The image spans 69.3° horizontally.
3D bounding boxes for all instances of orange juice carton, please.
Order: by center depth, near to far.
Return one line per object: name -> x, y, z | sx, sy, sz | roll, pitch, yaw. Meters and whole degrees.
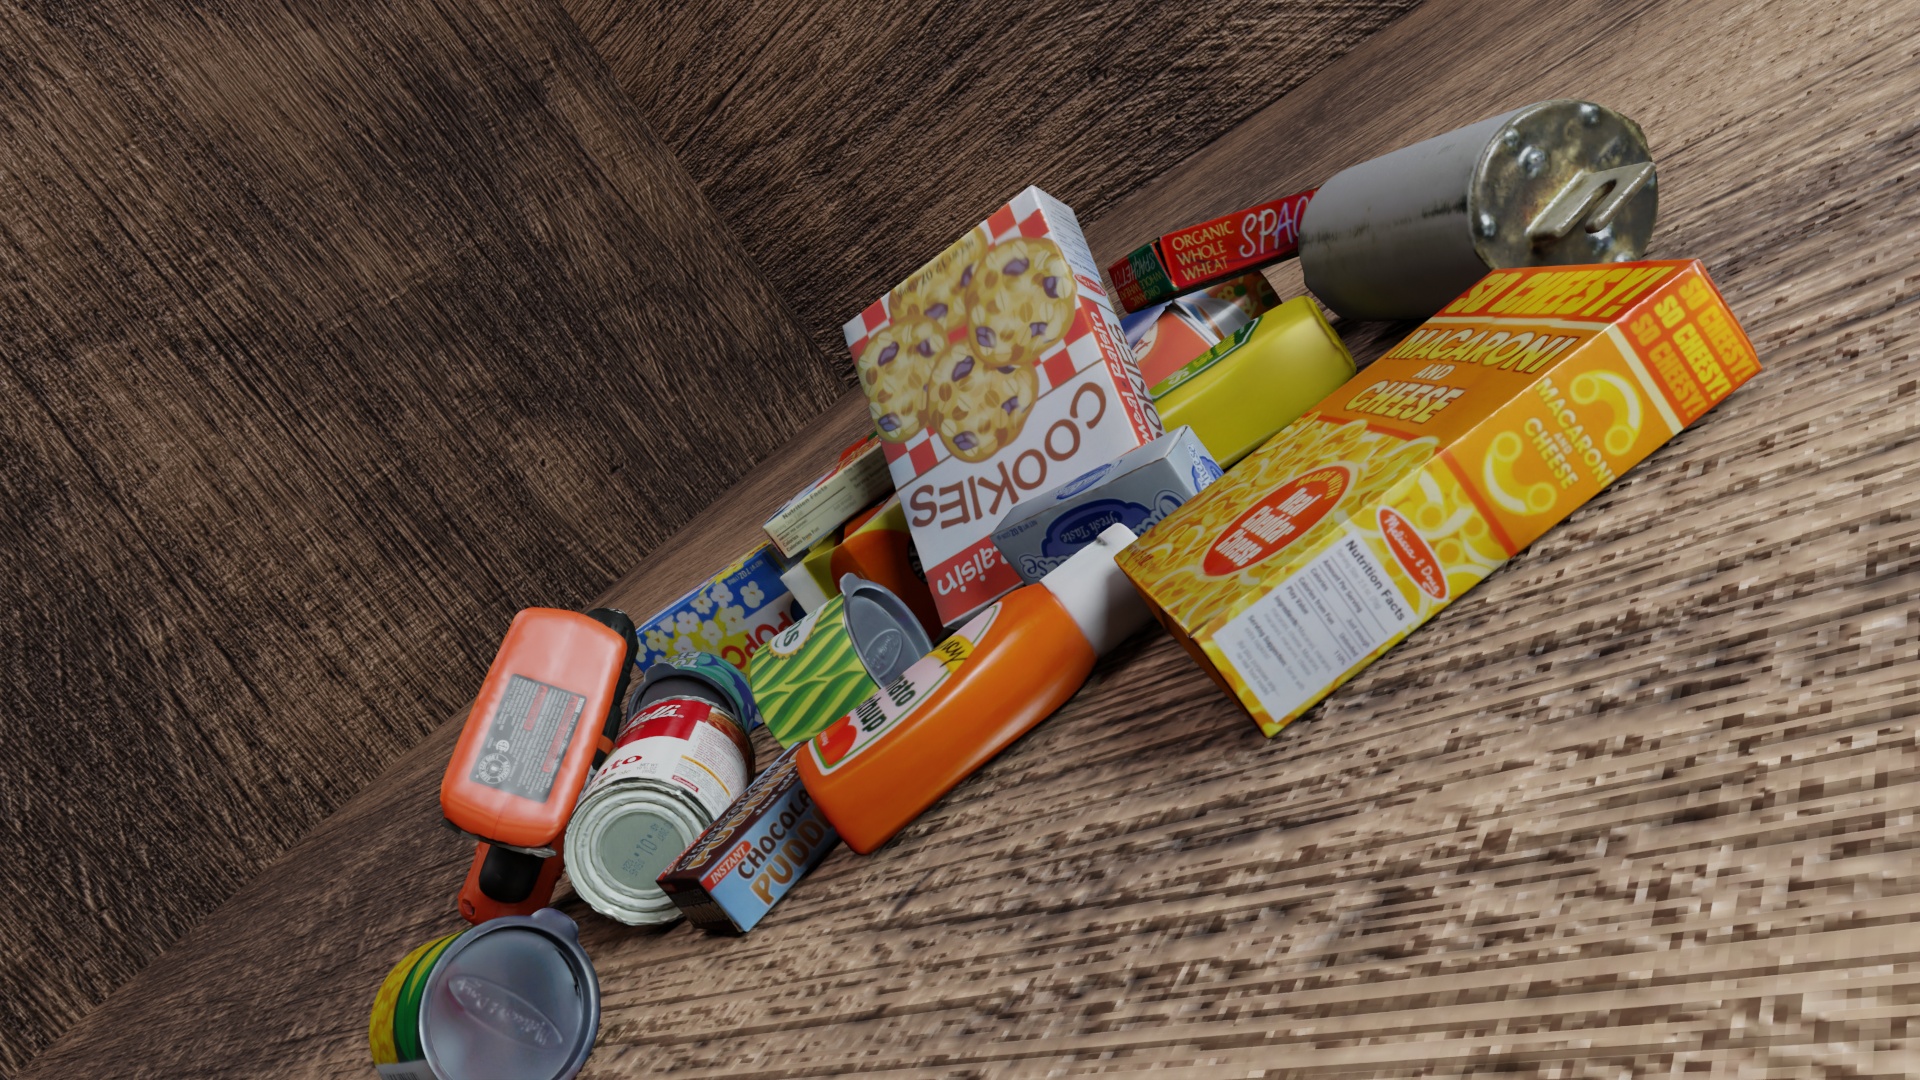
orange juice carton -> 0.003, -0.009, 0.726 | 0.192, 0.071, 0.073 | -36, 10, 2

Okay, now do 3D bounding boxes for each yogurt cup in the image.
yogurt cup -> 0.111, -0.078, 0.704 | 0.054, 0.072, 0.072 | -44, 9, 5

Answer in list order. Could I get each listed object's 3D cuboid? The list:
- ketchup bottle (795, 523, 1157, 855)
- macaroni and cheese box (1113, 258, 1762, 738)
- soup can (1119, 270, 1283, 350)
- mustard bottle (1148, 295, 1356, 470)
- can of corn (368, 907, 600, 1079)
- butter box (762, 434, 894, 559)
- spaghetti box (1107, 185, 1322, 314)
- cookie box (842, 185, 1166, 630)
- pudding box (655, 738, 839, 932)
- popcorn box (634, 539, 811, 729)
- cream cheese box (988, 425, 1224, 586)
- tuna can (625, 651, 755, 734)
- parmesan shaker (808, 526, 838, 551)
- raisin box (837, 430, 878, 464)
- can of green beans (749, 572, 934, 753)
ketchup bottle -> 0.011, 0.052, 0.509 | 0.149, 0.043, 0.065 | -37, 11, -4
macaroni and cheese box -> 0.134, -0.020, 0.428 | 0.166, 0.040, 0.124 | -37, 10, 3
soup can -> 0.134, -0.114, 0.776 | 0.084, 0.071, 0.071 | -36, 10, 3
mustard bottle -> 0.104, -0.052, 0.644 | 0.160, 0.049, 0.065 | -33, 7, 18
can of corn -> -0.175, 0.174, 0.514 | 0.058, 0.071, 0.071 | -27, 14, 45
butter box -> -0.055, -0.032, 0.741 | 0.103, 0.024, 0.053 | -35, 10, 8
spaghetti box -> 0.193, -0.171, 0.735 | 0.251, 0.028, 0.050 | -22, 3, -23
cookie box -> 0.023, -0.057, 0.641 | 0.122, 0.168, 0.040 | -31, -24, 28
pudding box -> -0.074, 0.115, 0.547 | 0.084, 0.030, 0.049 | -43, 11, -32
popcorn box -> -0.122, 0.059, 0.799 | 0.126, 0.085, 0.038 | -31, 11, 29
cream cheese box -> 0.064, -0.003, 0.547 | 0.103, 0.053, 0.024 | -26, 18, 47
tuna can -> -0.150, 0.095, 0.772 | 0.071, 0.071, 0.033 | -35, 9, 13
parmesan shaker -> -0.068, 0.022, 0.834 | 0.102, 0.071, 0.072 | -29, 13, 41
raisin box -> -0.065, -0.027, 1.012 | 0.086, 0.040, 0.124 | -28, 34, 44
can of green beans -> -0.050, 0.060, 0.609 | 0.057, 0.071, 0.071 | -33, 11, 22
